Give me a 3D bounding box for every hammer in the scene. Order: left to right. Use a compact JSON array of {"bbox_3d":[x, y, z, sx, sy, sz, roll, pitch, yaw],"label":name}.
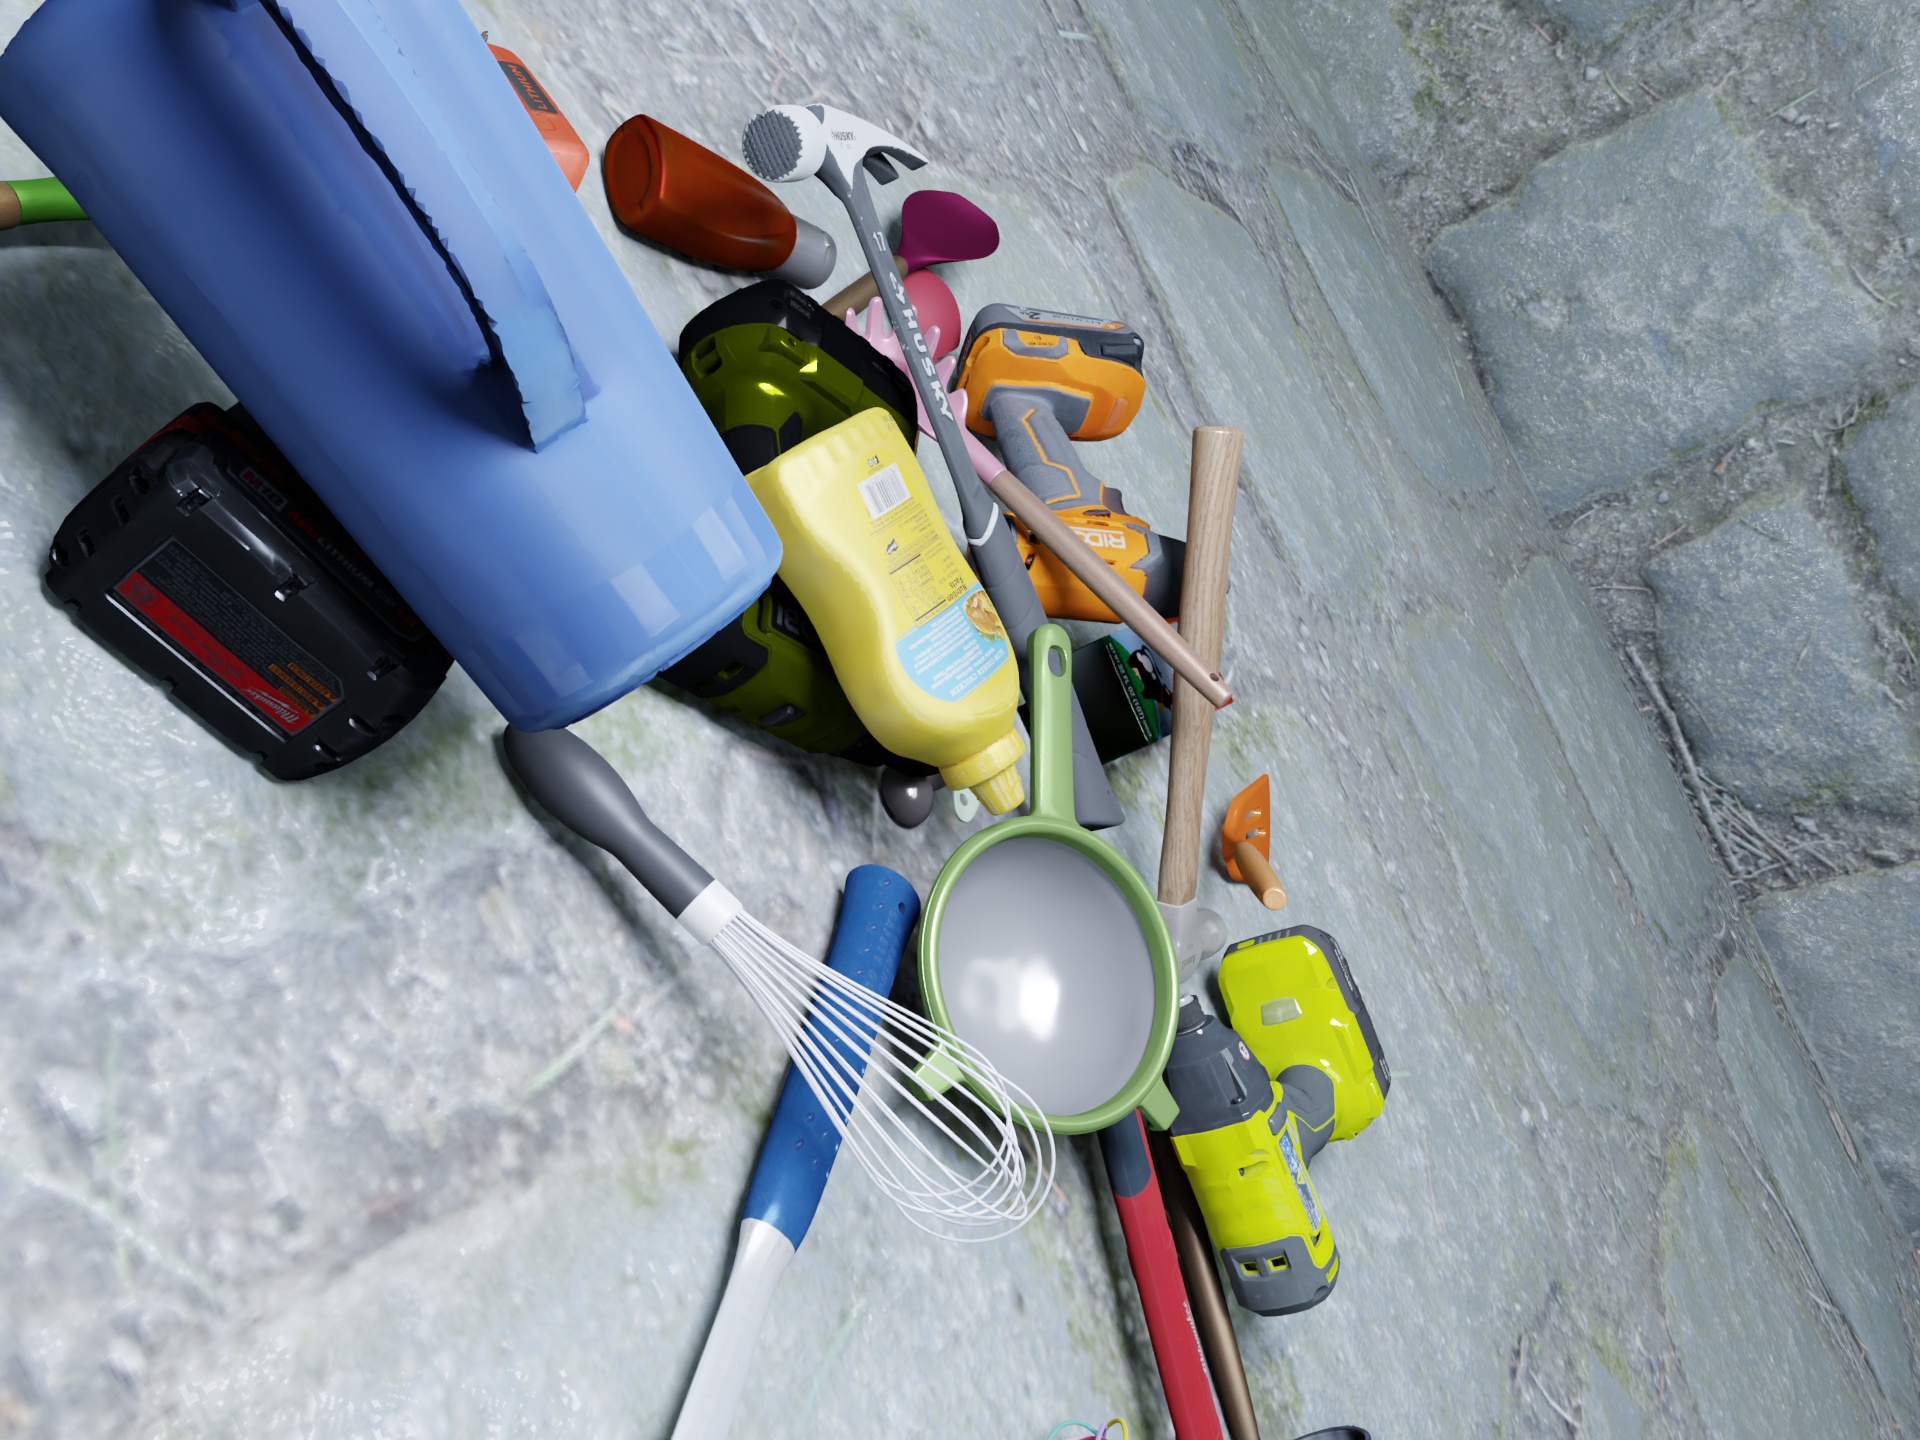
[{"bbox_3d":[-0.074,0.212,0.611,0.144,0.035,0.406,48,34,-23],"label":"hammer"},{"bbox_3d":[0.005,-0.125,0.848,0.409,0.036,0.149,68,27,-10],"label":"hammer"},{"bbox_3d":[0.083,0.228,0.798,0.143,0.038,0.387,51,23,-62],"label":"hammer"},{"bbox_3d":[0.135,-0.005,0.934,0.130,0.031,0.331,-13,109,-61],"label":"hammer"}]

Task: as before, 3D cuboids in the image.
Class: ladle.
[{"bbox_3d":[-0.034,-0.188,0.983,0.069,0.031,0.316,34,43,-29],"label":"ladle"}]

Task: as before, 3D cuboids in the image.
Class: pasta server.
[{"bbox_3d":[0.042,-0.125,0.908,0.060,0.040,0.316,-33,72,-34],"label":"pasta server"}]

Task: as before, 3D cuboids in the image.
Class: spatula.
[{"bbox_3d":[0.116,0.243,0.877,0.059,0.018,0.316,86,-11,-75],"label":"spatula"},{"bbox_3d":[0.189,0.086,0.997,0.322,0.041,0.081,-28,119,-84],"label":"spatula"}]

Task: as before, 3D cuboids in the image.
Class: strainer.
[{"bbox_3d":[0.030,0.078,0.793,0.151,0.069,0.257,15,64,-30],"label":"strainer"}]

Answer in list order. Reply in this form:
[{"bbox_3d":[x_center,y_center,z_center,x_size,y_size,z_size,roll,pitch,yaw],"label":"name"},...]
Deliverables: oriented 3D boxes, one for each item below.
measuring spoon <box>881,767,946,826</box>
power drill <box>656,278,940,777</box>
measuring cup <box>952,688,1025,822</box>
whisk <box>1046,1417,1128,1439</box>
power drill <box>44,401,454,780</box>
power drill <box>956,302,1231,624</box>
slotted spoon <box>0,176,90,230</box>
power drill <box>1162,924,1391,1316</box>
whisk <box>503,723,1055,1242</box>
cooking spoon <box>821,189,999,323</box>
[{"bbox_3d":[-0.006,0.024,0.870,0.034,0.018,0.124,61,30,-3],"label":"measuring spoon"},{"bbox_3d":[-0.072,-0.088,0.803,0.190,0.080,0.229,29,47,-43],"label":"power drill"},{"bbox_3d":[-0.001,-0.003,0.877,0.083,0.038,0.168,42,37,-29],"label":"measuring cup"},{"bbox_3d":[0.031,0.387,0.630,0.051,0.047,0.245,52,36,-20],"label":"whisk"},{"bbox_3d":[-0.204,-0.080,0.604,0.187,0.080,0.227,47,32,-26],"label":"power drill"},{"bbox_3d":[0.080,-0.156,1.012,0.164,0.084,0.227,5,53,-14],"label":"power drill"},{"bbox_3d":[-0.336,-0.168,0.517,0.070,0.031,0.314,54,34,-2],"label":"slotted spoon"},{"bbox_3d":[0.179,0.209,0.918,0.223,0.080,0.171,-28,97,-64],"label":"power drill"},{"bbox_3d":[-0.077,0.099,0.630,0.284,0.070,0.070,43,32,1],"label":"whisk"},{"bbox_3d":[-0.051,-0.277,1.000,0.069,0.017,0.319,37,40,0],"label":"cooking spoon"}]
